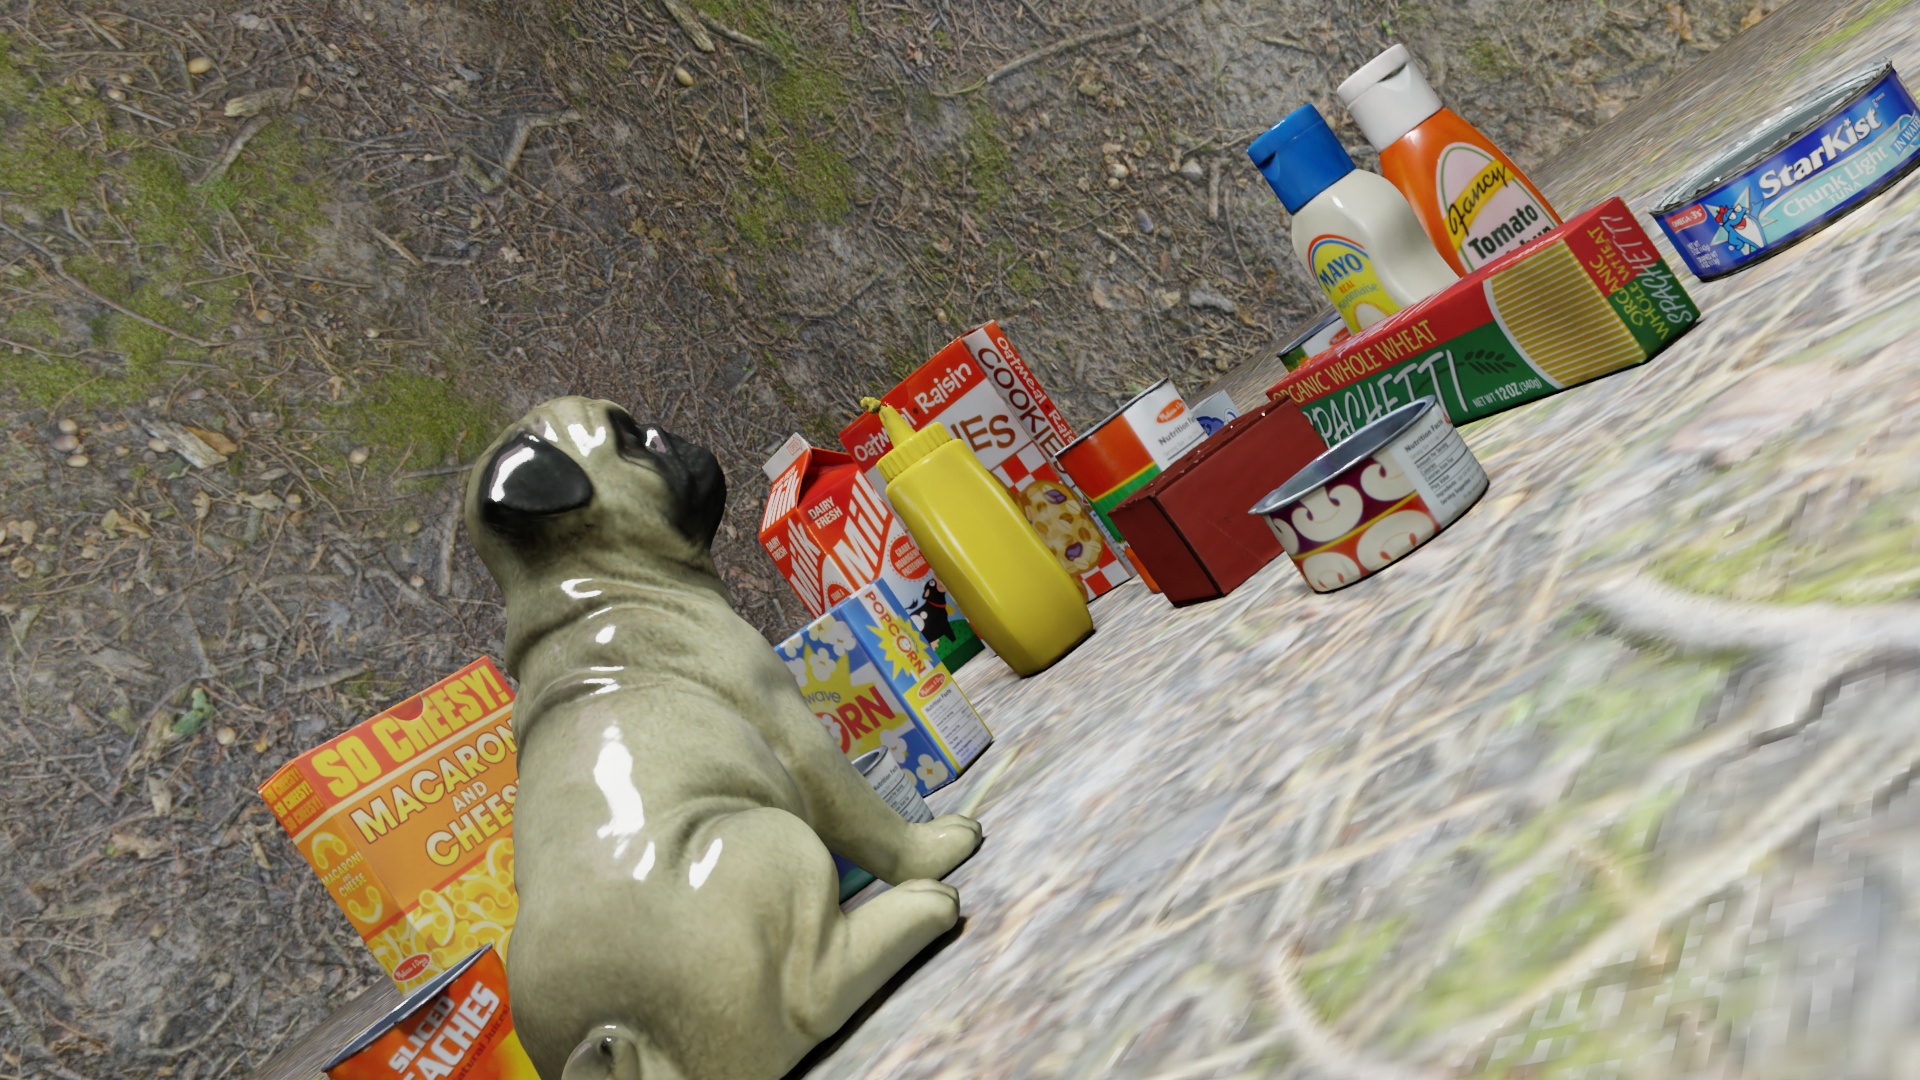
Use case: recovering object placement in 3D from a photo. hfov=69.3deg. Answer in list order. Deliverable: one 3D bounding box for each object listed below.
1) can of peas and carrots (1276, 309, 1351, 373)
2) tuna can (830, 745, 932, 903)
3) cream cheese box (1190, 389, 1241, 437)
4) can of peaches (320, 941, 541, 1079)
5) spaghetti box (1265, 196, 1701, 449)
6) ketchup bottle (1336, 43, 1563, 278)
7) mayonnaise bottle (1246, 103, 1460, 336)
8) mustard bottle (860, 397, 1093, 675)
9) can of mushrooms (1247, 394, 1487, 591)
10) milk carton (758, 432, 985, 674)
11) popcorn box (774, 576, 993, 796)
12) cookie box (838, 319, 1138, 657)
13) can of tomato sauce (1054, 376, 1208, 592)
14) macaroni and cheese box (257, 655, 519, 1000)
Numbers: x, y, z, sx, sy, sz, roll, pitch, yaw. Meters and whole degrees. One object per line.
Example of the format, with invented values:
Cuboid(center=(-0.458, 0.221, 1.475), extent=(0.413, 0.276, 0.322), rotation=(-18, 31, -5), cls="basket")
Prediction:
Cuboid(center=(0.209, -0.093, 0.727), extent=(0.071, 0.058, 0.071), rotation=(-35, 1, 1), cls="can of peas and carrots")
Cuboid(center=(-0.047, 0.109, 0.509), extent=(0.071, 0.033, 0.071), rotation=(-35, 1, 1), cls="tuna can")
Cuboid(center=(0.149, -0.052, 0.880), extent=(0.104, 0.053, 0.024), rotation=(-36, 1, -42), cls="cream cheese box")
Cuboid(center=(-0.175, 0.184, 0.483), extent=(0.071, 0.058, 0.071), rotation=(-35, 1, 1), cls="can of peaches")
Cuboid(center=(0.194, -0.072, 0.564), extent=(0.029, 0.050, 0.249), rotation=(-35, 1, -11), cls="spaghetti box")
Cuboid(center=(0.237, -0.166, 0.666), extent=(0.065, 0.149, 0.043), rotation=(-35, 1, -5), cls="ketchup bottle")
Cuboid(center=(0.189, -0.131, 0.643), extent=(0.041, 0.148, 0.064), rotation=(-36, 1, -20), cls="mayonnaise bottle")
Cuboid(center=(0.002, -0.009, 0.689), extent=(0.049, 0.160, 0.065), rotation=(-35, 1, -16), cls="mustard bottle")
Cuboid(center=(0.129, -0.014, 0.445), extent=(0.071, 0.033, 0.071), rotation=(-35, 1, 1), cls="can of mushrooms")
Cuboid(center=(-0.069, 0.016, 0.946), extent=(0.074, 0.190, 0.072), rotation=(-36, 1, -34), cls="milk carton")
Cuboid(center=(-0.059, 0.083, 0.599), extent=(0.126, 0.085, 0.038), rotation=(-34, 1, 34), cls="popcorn box")
Cuboid(center=(0.019, -0.028, 0.823), extent=(0.122, 0.167, 0.040), rotation=(-34, 1, 41), cls="cookie box")
Cuboid(center=(0.095, -0.026, 0.669), extent=(0.071, 0.083, 0.071), rotation=(-35, 1, 1), cls="can of tomato sauce")
Cuboid(center=(-0.230, 0.151, 0.665), extent=(0.040, 0.166, 0.124), rotation=(-35, 1, 30), cls="macaroni and cheese box")
